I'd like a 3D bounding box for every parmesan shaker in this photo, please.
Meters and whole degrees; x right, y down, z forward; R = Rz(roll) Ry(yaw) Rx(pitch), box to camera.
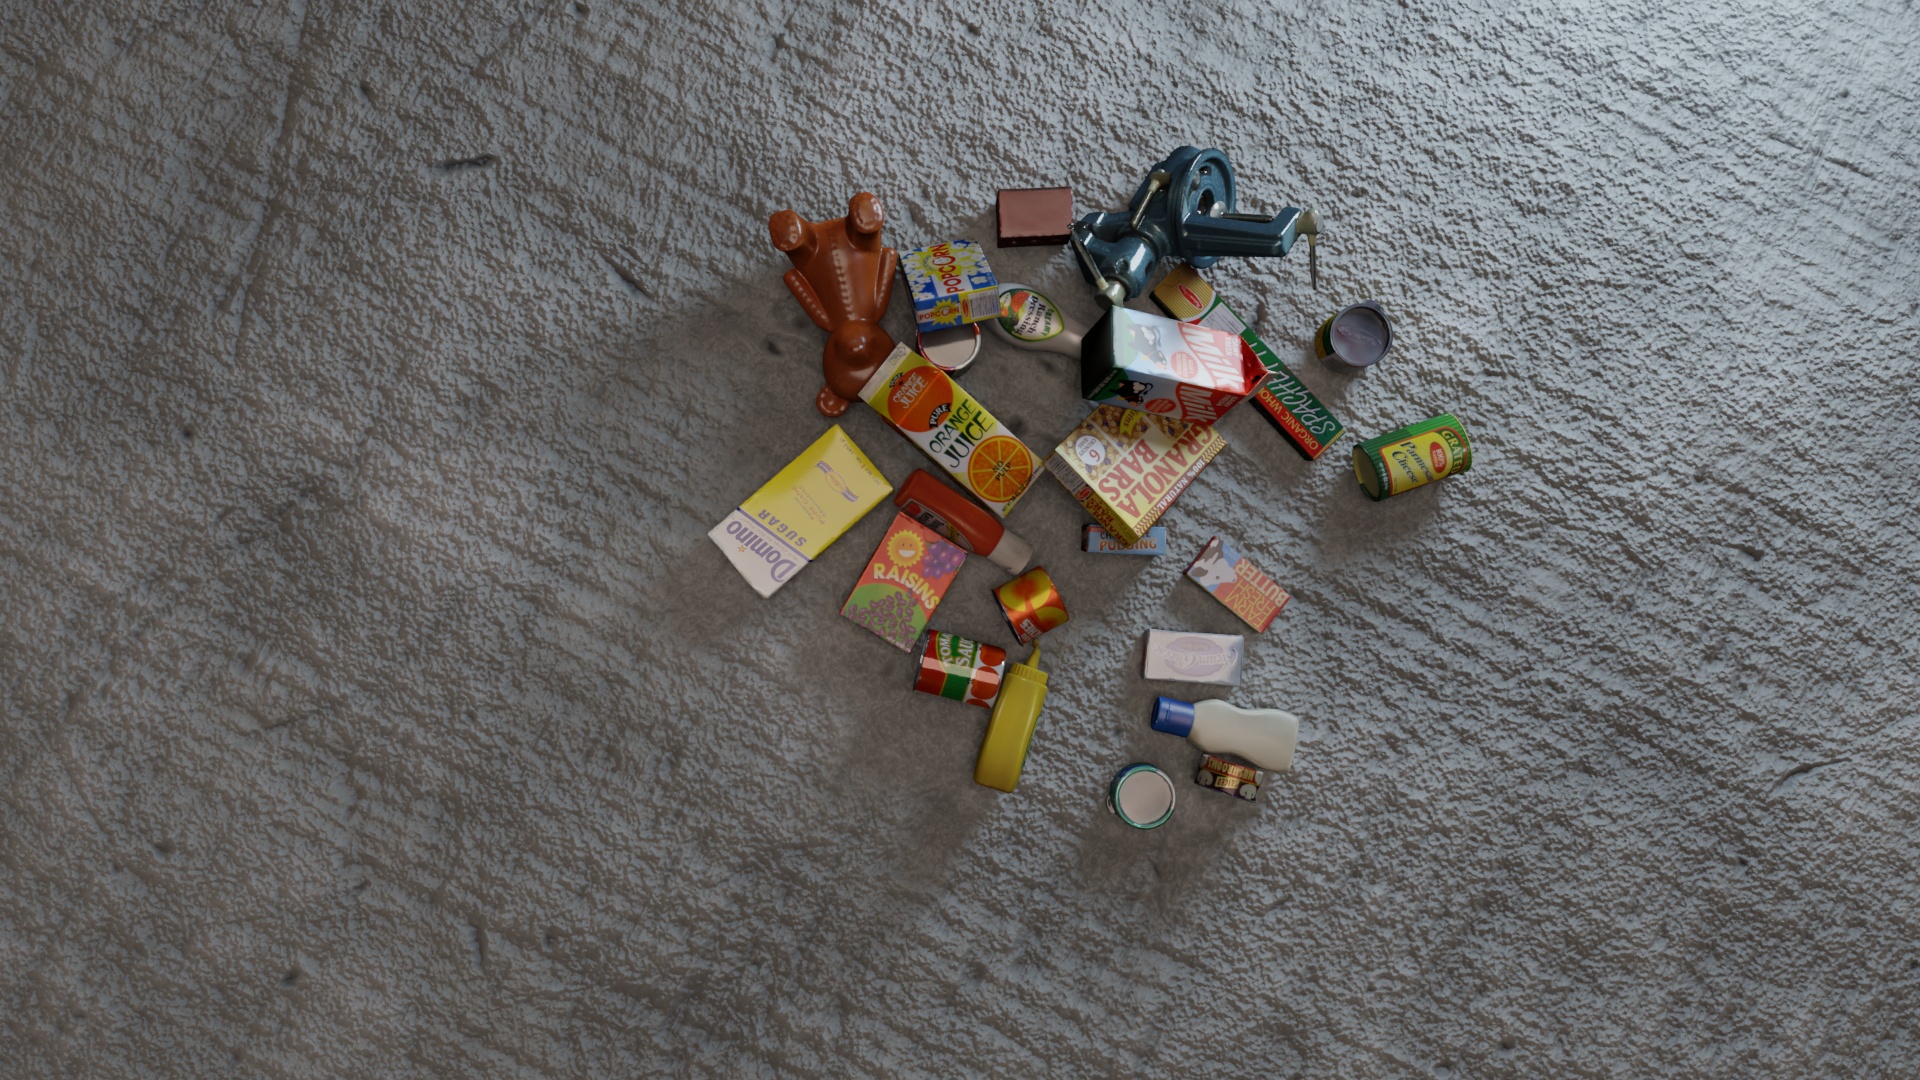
[{"bbox_3d":[0.474,-0.084,1.459,0.103,0.071,0.071,-19,89,-3],"label":"parmesan shaker"}]

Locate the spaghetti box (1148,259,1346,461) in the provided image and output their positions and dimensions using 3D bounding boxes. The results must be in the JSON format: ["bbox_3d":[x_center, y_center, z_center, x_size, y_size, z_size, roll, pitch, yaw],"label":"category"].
[{"bbox_3d":[0.303,-0.188,1.471,0.050,0.028,0.250,-44,91,-3],"label":"spaghetti box"}]

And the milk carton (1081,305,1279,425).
[{"bbox_3d":[0.223,-0.172,1.410,0.191,0.072,0.074,10,65,-19],"label":"milk carton"}]

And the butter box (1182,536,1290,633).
[{"bbox_3d":[0.291,0.047,1.465,0.103,0.024,0.053,39,87,-1],"label":"butter box"}]

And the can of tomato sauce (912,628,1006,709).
[{"bbox_3d":[0.000,0.131,1.425,0.083,0.071,0.071,15,88,-3],"label":"can of tomato sauce"}]

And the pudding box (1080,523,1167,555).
[{"bbox_3d":[0.170,-0.001,1.448,0.084,0.049,0.030,2,90,-3],"label":"pudding box"}]

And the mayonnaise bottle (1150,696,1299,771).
[{"bbox_3d":[0.275,0.196,1.451,0.148,0.041,0.065,13,82,-1],"label":"mayonnaise bottle"}]

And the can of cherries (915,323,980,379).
[{"bbox_3d":[-0.016,-0.205,1.441,0.071,0.058,0.071,0,89,-3],"label":"can of cherries"}]

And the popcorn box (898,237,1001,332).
[{"bbox_3d":[-0.012,-0.260,1.411,0.085,0.127,0.038,-12,125,-3],"label":"popcorn box"}]

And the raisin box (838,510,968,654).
[{"bbox_3d":[-0.059,0.044,1.440,0.086,0.040,0.123,31,86,-1],"label":"raisin box"}]

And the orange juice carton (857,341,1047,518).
[{"bbox_3d":[-0.011,-0.112,1.406,0.192,0.073,0.072,41,87,-17],"label":"orange juice carton"}]

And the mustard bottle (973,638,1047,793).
[{"bbox_3d":[0.057,0.178,1.430,0.049,0.065,0.160,18,84,2],"label":"mustard bottle"}]

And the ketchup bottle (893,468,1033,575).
[{"bbox_3d":[0.005,-0.018,1.436,0.149,0.064,0.043,32,74,-10],"label":"ketchup bottle"}]

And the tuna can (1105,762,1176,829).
[{"bbox_3d":[0.188,0.267,1.448,0.071,0.033,0.071,0,88,-3],"label":"tuna can"}]

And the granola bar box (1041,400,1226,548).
[{"bbox_3d":[0.179,-0.089,1.422,0.124,0.039,0.166,46,60,0],"label":"granola bar box"}]

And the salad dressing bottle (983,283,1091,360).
[{"bbox_3d":[0.099,-0.220,1.454,0.148,0.044,0.064,23,86,-2],"label":"salad dressing bottle"}]

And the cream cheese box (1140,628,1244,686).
[{"bbox_3d":[0.244,0.122,1.460,0.104,0.024,0.053,4,88,-3],"label":"cream cheese box"}]

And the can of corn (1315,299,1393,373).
[{"bbox_3d":[0.414,-0.214,1.463,0.071,0.058,0.071,0,88,-3],"label":"can of corn"}]

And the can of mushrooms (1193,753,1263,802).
[{"bbox_3d":[0.277,0.245,1.434,0.071,0.071,0.033,18,86,-2],"label":"can of mushrooms"}]

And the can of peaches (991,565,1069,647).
[{"bbox_3d":[0.073,0.068,1.431,0.058,0.071,0.071,-28,90,-4],"label":"can of peaches"}]
